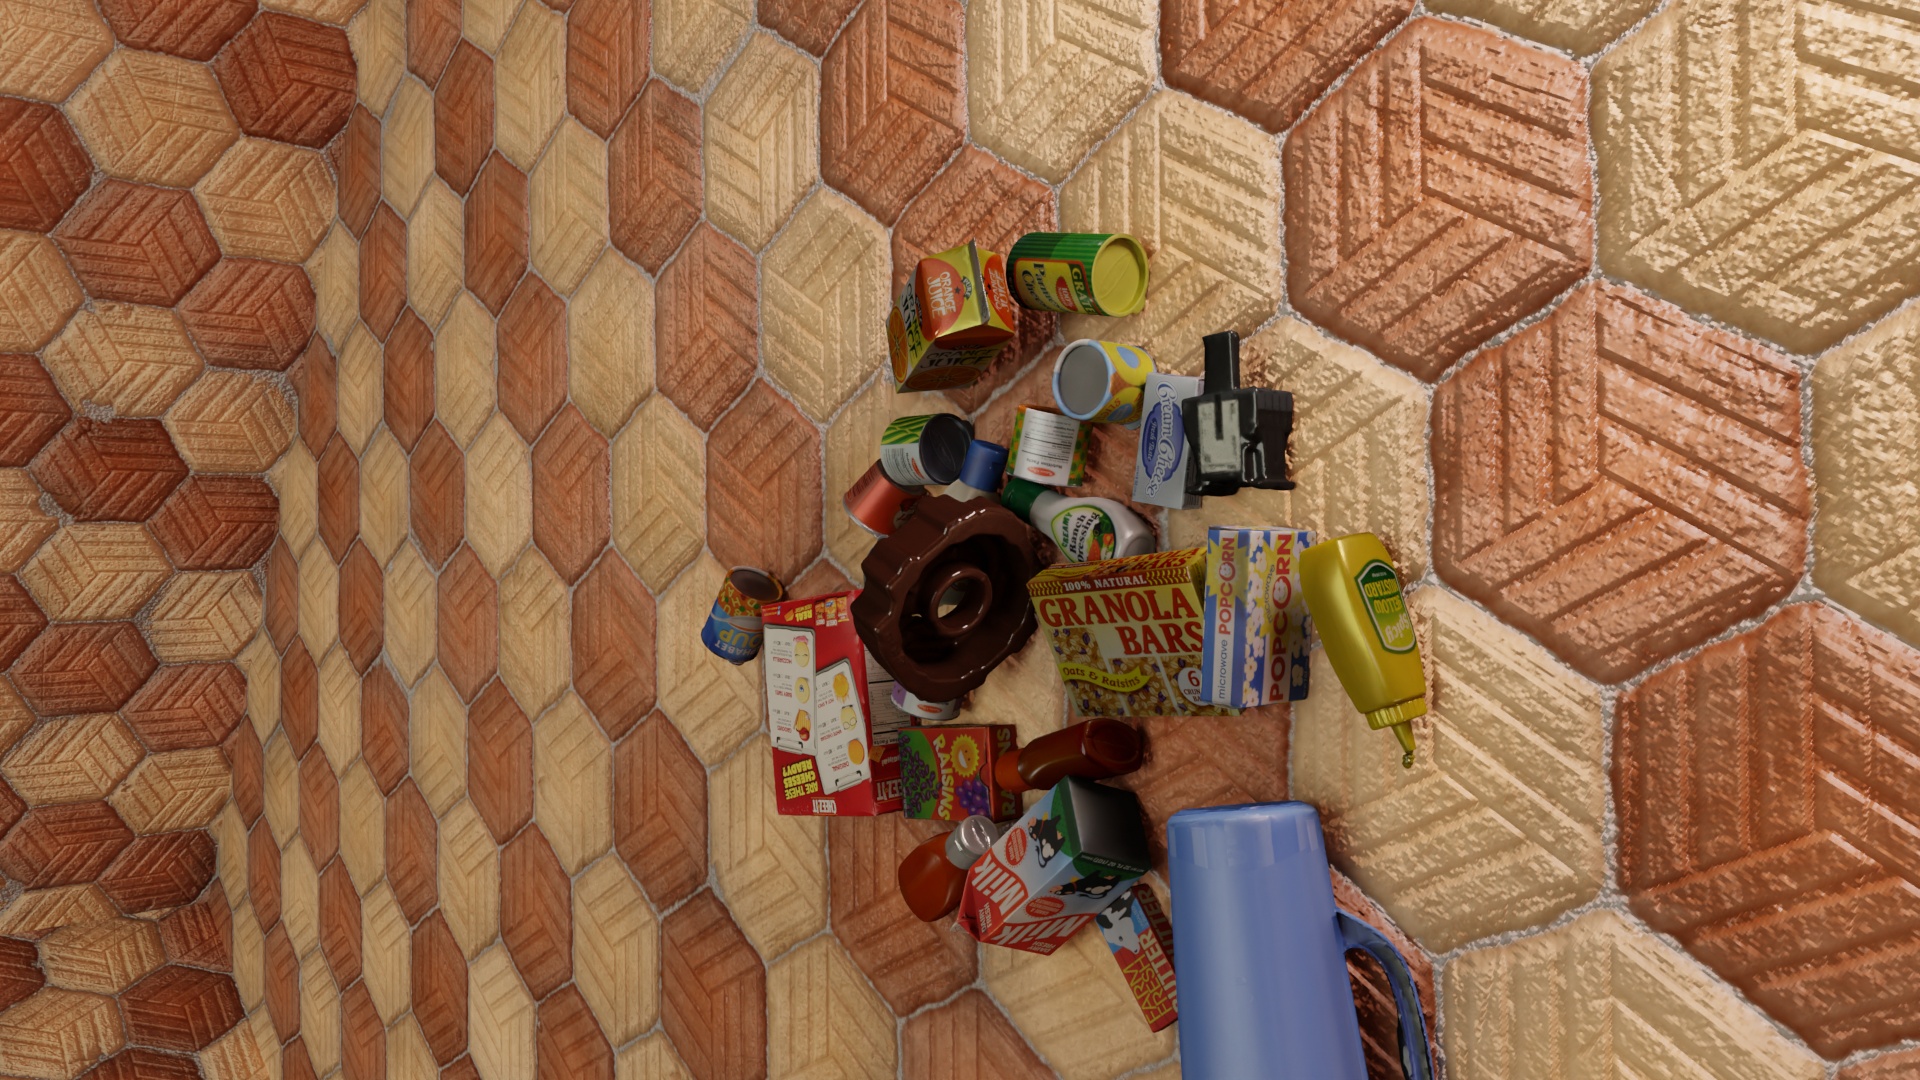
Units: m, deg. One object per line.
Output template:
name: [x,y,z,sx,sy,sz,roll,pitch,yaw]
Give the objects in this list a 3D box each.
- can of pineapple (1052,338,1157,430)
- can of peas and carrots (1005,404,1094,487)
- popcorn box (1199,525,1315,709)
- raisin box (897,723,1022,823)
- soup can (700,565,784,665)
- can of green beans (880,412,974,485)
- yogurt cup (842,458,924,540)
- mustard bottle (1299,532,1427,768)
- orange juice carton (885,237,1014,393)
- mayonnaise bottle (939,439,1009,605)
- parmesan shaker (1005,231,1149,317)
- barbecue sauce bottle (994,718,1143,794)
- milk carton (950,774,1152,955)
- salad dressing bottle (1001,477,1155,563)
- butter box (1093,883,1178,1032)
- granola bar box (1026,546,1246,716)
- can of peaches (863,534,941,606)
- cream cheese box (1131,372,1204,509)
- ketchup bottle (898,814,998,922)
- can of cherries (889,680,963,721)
can of pineapple: [0.117,-0.126,1.119,0.071,0.058,0.071,0,90,47]
can of peas and carrots: [0.075,-0.080,1.162,0.071,0.071,0.058,22,106,46]
popcorn box: [0.213,0.053,0.993,0.038,0.085,0.126,4,93,47]
raisin box: [-0.002,0.210,1.263,0.123,0.040,0.086,-9,82,47]
soup can: [-0.234,0.081,1.497,0.071,0.071,0.083,49,124,36]
can of green beans: [-0.031,-0.083,1.276,0.058,0.071,0.071,1,91,48]
yogurt cup: [-0.071,-0.042,1.323,0.053,0.072,0.072,-53,54,24]
mustard bottle: [0.280,0.075,0.938,0.048,0.065,0.160,-30,74,49]
orange juice carton: [-0.007,-0.189,1.189,0.192,0.073,0.072,141,121,-71]
mayonnaise bottle: [0.004,-0.016,1.242,0.041,0.065,0.147,32,110,44]
parmesan shaker: [0.095,-0.217,1.140,0.103,0.071,0.071,14,101,47]
barbecue sauce bottle: [0.083,0.183,1.155,0.148,0.065,0.044,-28,50,53]
milk carton: [0.068,0.281,1.145,0.189,0.072,0.074,-52,32,35]
salad dressing bottle: [0.094,-0.013,1.154,0.148,0.044,0.064,29,112,44]
butter box: [0.151,0.332,1.105,0.053,0.024,0.104,-51,55,36]
granola bar box: [0.140,0.074,1.076,0.165,0.039,0.124,-8,108,47]
can of peaches: [-0.048,0.030,1.301,0.071,0.058,0.071,-1,89,48]
cream cheese box: [0.167,-0.078,1.089,0.053,0.024,0.103,13,99,46]
ketchup bottle: [-0.010,0.289,1.241,0.065,0.044,0.148,61,146,20]
can of cherries: [-0.027,0.124,1.272,0.071,0.071,0.058,27,110,44]
